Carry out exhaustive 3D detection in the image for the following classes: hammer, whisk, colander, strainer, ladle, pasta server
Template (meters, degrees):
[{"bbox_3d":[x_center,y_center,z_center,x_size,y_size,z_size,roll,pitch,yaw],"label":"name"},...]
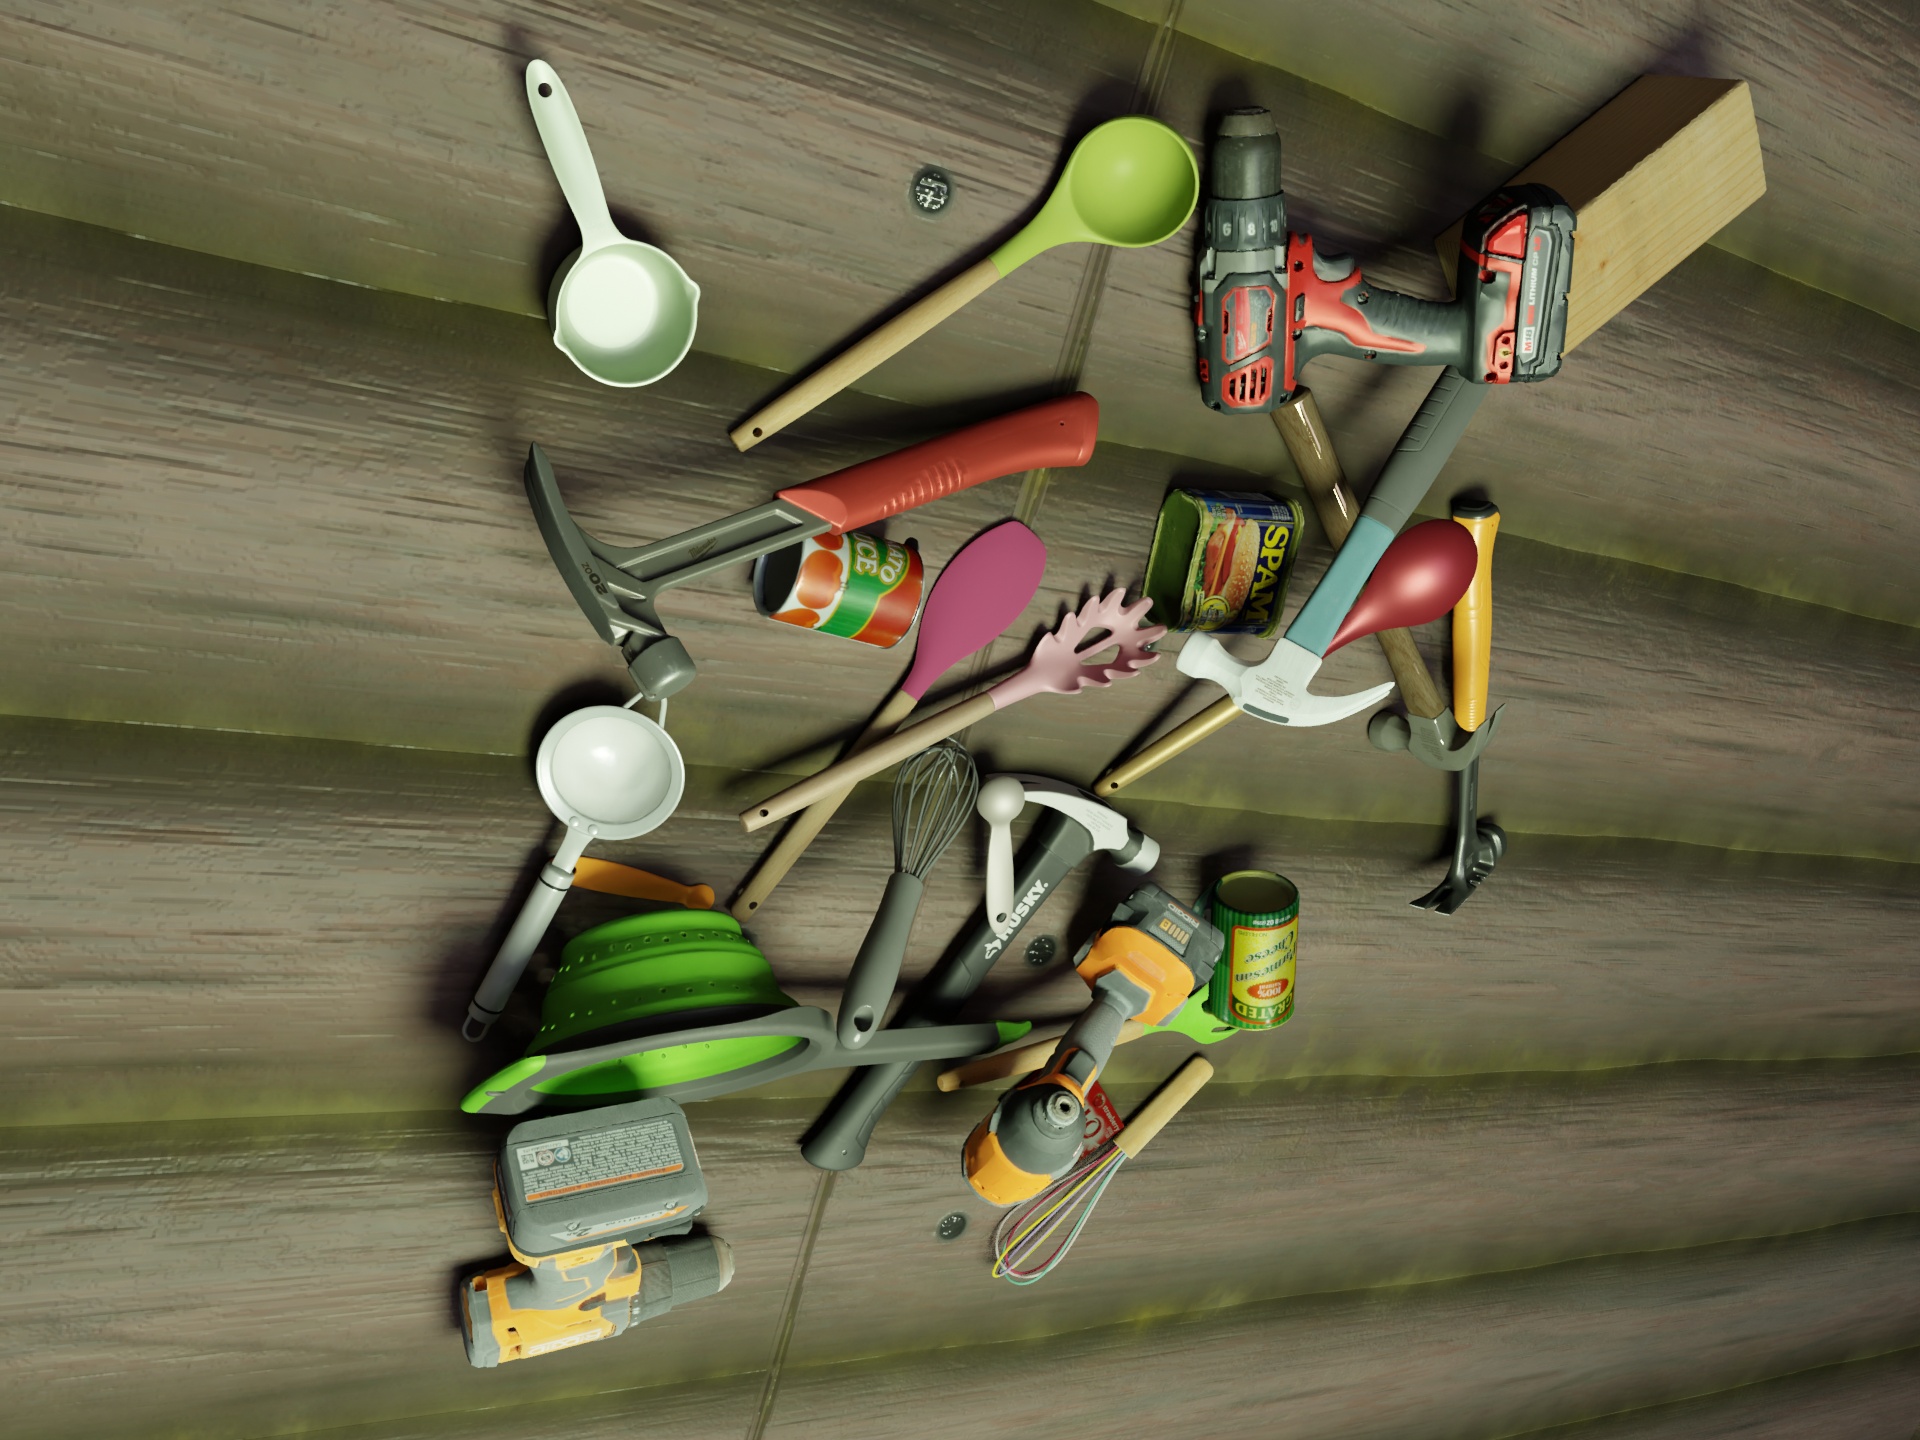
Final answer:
[{"bbox_3d":[-0.006,0.186,1.140,0.146,0.035,0.335,34,95,-32],"label":"hammer"},{"bbox_3d":[0.281,-0.140,1.055,0.331,0.128,0.033,-57,169,-10],"label":"hammer"},{"bbox_3d":[0.300,-0.095,1.148,0.031,0.130,0.331,-41,118,-18],"label":"hammer"},{"bbox_3d":[-0.037,0.102,1.000,0.055,0.055,0.239,55,38,-35],"label":"whisk"},{"bbox_3d":[-0.120,0.179,1.025,0.396,0.095,0.204,4,153,-38],"label":"colander"},{"bbox_3d":[-0.240,0.086,0.957,0.086,0.050,0.258,28,100,-13],"label":"strainer"},{"bbox_3d":[0.224,-0.034,1.113,0.315,0.031,0.069,-35,112,15],"label":"ladle"},{"bbox_3d":[0.116,0.365,1.293,0.245,0.051,0.047,-43,120,-9],"label":"whisk"},{"bbox_3d":[-0.063,-0.138,0.918,0.359,0.036,0.149,-26,80,-32],"label":"hammer"},{"bbox_3d":[-0.002,-0.003,1.038,0.316,0.040,0.060,-26,86,-22],"label":"pasta server"},{"bbox_3d":[0.401,-0.010,1.263,0.127,0.034,0.336,-32,125,-42],"label":"hammer"},{"bbox_3d":[0.002,-0.249,0.931,0.320,0.062,0.078,-36,118,-7],"label":"ladle"}]

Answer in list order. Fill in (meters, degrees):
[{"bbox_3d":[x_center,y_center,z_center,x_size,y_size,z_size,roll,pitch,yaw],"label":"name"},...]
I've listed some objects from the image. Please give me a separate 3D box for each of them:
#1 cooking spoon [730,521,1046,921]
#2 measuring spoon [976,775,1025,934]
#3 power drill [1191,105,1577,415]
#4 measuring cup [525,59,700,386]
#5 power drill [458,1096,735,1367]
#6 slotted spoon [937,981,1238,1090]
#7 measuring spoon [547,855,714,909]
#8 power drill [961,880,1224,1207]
[{"bbox_3d":[-0.049,0.004,1.043,0.068,0.017,0.319,37,91,-37],"label":"cooking spoon"},{"bbox_3d":[0.030,0.096,1.085,0.034,0.018,0.124,-11,117,-21],"label":"measuring spoon"},{"bbox_3d":[0.259,-0.292,1.000,0.226,0.080,0.187,-3,117,5],"label":"power drill"},{"bbox_3d":[-0.194,-0.257,0.828,0.083,0.038,0.167,-26,121,-17],"label":"measuring cup"},{"bbox_3d":[-0.222,0.335,1.032,0.185,0.084,0.226,-5,139,-27],"label":"power drill"},{"bbox_3d":[0.117,0.243,1.222,0.313,0.031,0.070,-8,115,-33],"label":"slotted spoon"},{"bbox_3d":[-0.207,0.105,1.006,0.116,0.011,0.021,18,103,-34],"label":"measuring spoon"},{"bbox_3d":[0.092,0.223,1.100,0.226,0.084,0.164,-51,173,-30],"label":"power drill"}]
